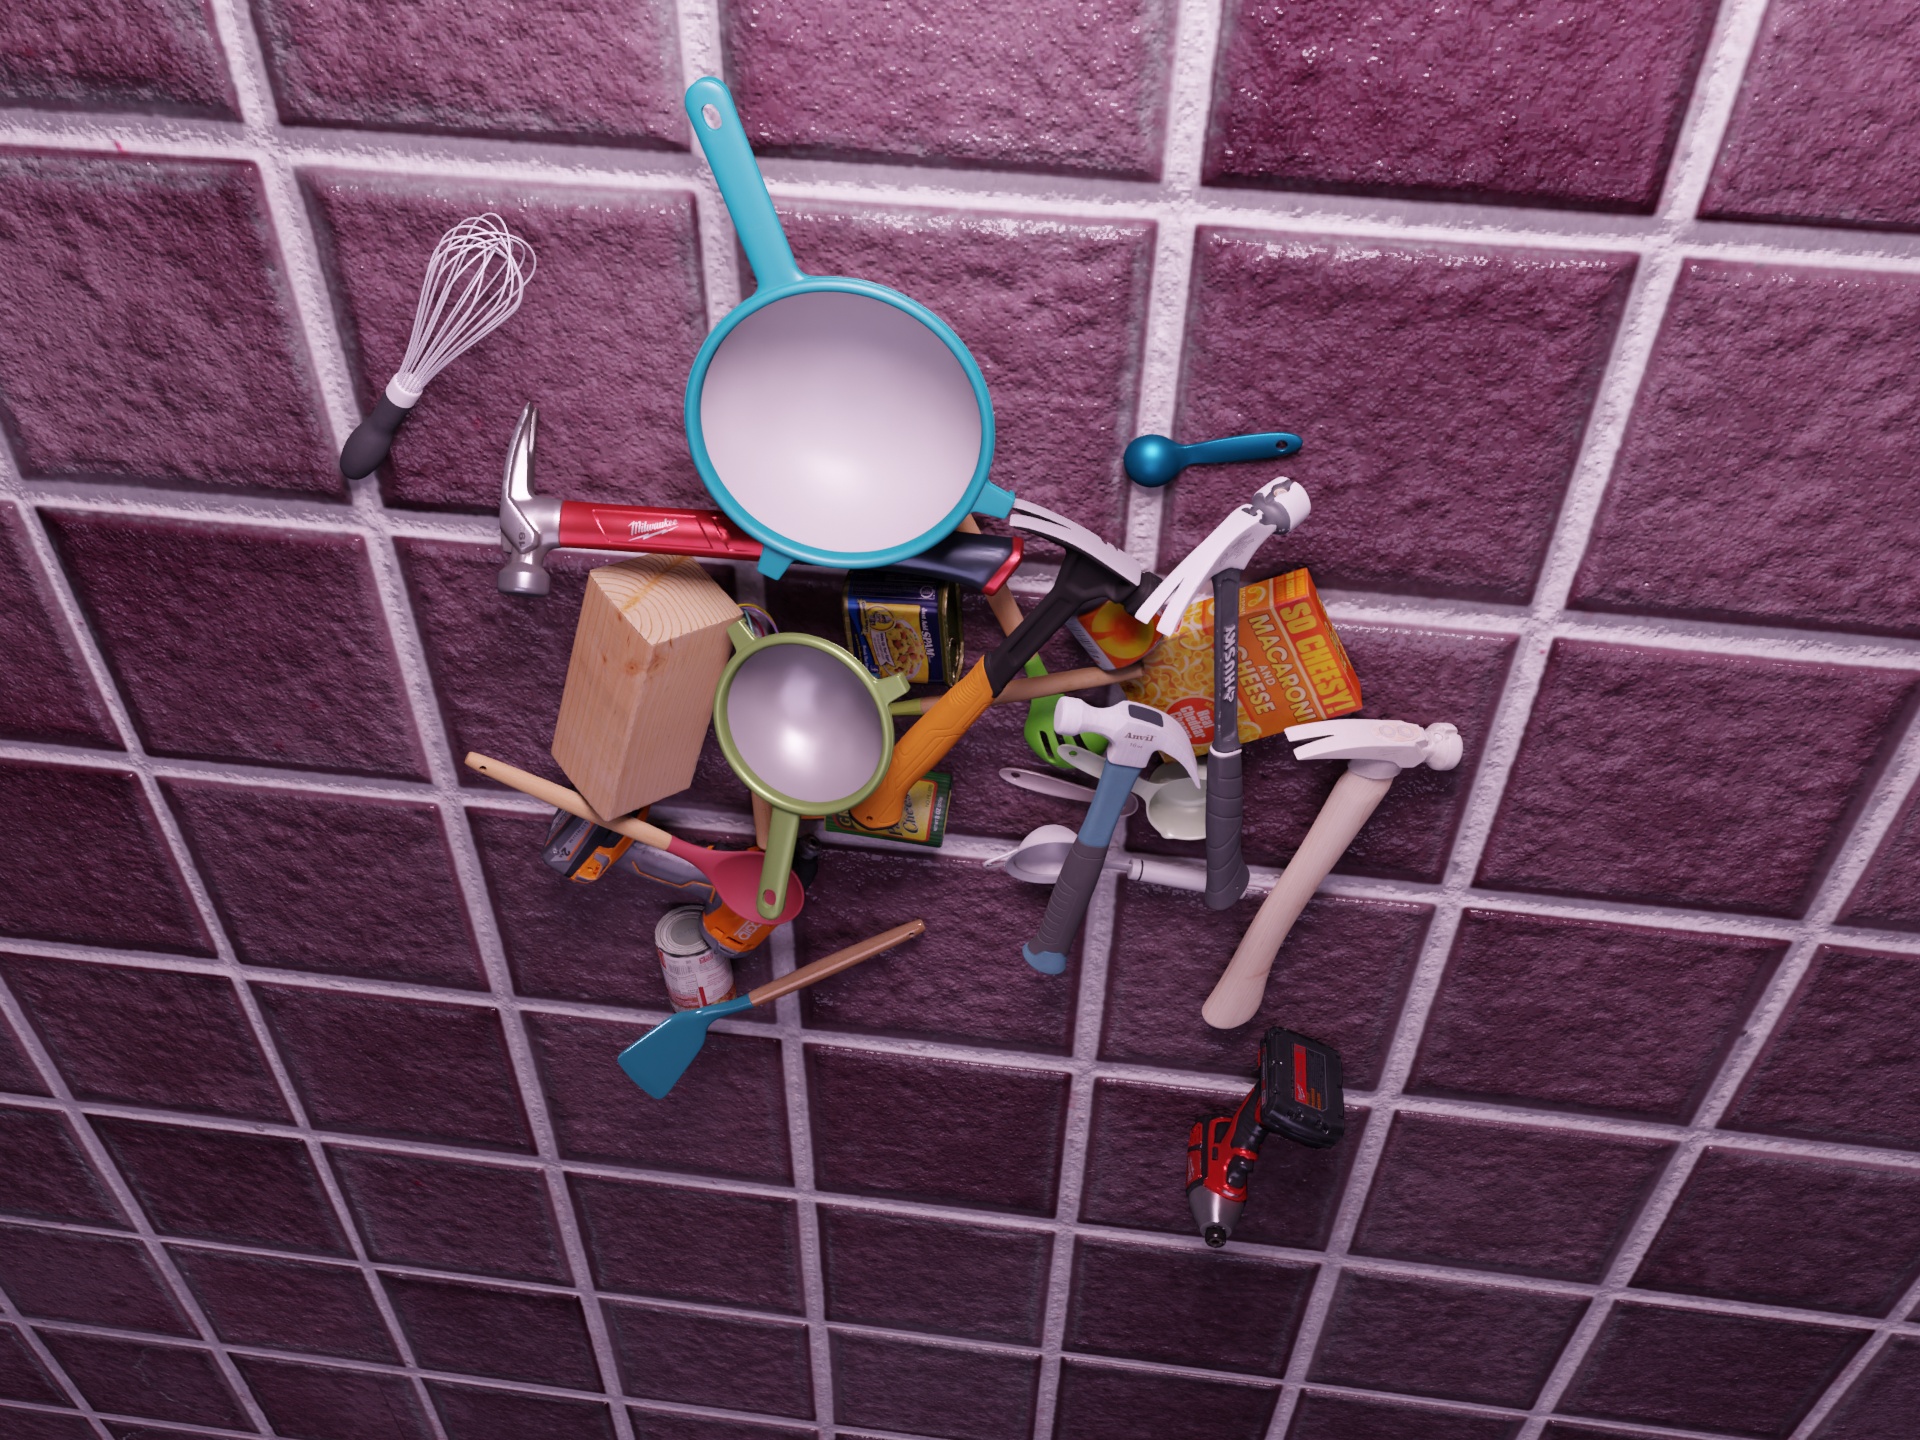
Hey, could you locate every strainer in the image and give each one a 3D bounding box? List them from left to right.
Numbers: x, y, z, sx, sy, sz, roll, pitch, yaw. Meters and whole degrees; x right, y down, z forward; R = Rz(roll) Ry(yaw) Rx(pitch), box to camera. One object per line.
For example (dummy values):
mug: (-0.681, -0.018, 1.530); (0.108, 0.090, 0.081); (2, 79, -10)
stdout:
strainer: (-0.124, 0.041, 1.275); (0.151, 0.069, 0.256); (19, 117, 12)
strainer: (-0.099, -0.269, 1.073); (0.211, 0.095, 0.340); (-13, 120, 15)
strainer: (0.147, 0.130, 1.416); (0.258, 0.050, 0.086); (11, 148, -8)

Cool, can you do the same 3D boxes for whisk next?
whisk: (-0.390, -0.258, 1.153); (0.070, 0.070, 0.284); (35, 132, -20)
whisk: (-0.174, 0.008, 1.335); (0.051, 0.047, 0.244); (34, 137, 42)

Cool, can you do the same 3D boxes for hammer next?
hammer: (-0.145, -0.151, 1.182); (0.386, 0.038, 0.143); (4, 89, -1)
hammer: (0.004, -0.024, 1.212); (0.127, 0.034, 0.336); (29, 128, -17)
hammer: (0.108, 0.108, 1.344); (0.128, 0.033, 0.330); (8, 135, -8)
hammer: (0.200, 0.013, 1.210); (0.036, 0.149, 0.408); (35, 150, 34)
hammer: (0.284, 0.147, 1.389); (0.146, 0.038, 0.410); (1, 137, -17)

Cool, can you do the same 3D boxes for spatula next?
spatula: (-0.175, 0.268, 1.532); (0.317, 0.044, 0.082); (-25, 131, 6)

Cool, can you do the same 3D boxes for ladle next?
ladle: (-0.274, 0.096, 1.360); (0.315, 0.031, 0.069); (27, 110, -22)
ladle: (-0.002, -0.004, 1.288); (0.320, 0.078, 0.062); (-10, 109, 22)

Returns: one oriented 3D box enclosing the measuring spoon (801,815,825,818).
measuring spoon: (-0.128, 0.078, 1.437); (0.117, 0.011, 0.021); (-2, 130, 16)

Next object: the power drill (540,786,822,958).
power drill: (-0.244, 0.118, 1.446); (0.226, 0.084, 0.164); (30, 127, -21)

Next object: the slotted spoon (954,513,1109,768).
slotted spoon: (0.043, -0.071, 1.265); (0.070, 0.031, 0.313); (-12, 127, 23)

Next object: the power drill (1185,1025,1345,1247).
power drill: (0.292, 0.419, 1.580); (0.078, 0.143, 0.219); (22, 129, -7)

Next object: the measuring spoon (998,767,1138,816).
measuring spoon: (0.095, 0.055, 1.379); (0.124, 0.018, 0.034); (14, 134, 6)

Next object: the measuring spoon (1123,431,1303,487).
measuring spoon: (0.180, -0.188, 1.139); (0.128, 0.021, 0.042); (-5, 130, 15)

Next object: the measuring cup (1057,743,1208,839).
measuring cup: (0.155, 0.045, 1.335); (0.167, 0.038, 0.083); (24, 130, -15)
